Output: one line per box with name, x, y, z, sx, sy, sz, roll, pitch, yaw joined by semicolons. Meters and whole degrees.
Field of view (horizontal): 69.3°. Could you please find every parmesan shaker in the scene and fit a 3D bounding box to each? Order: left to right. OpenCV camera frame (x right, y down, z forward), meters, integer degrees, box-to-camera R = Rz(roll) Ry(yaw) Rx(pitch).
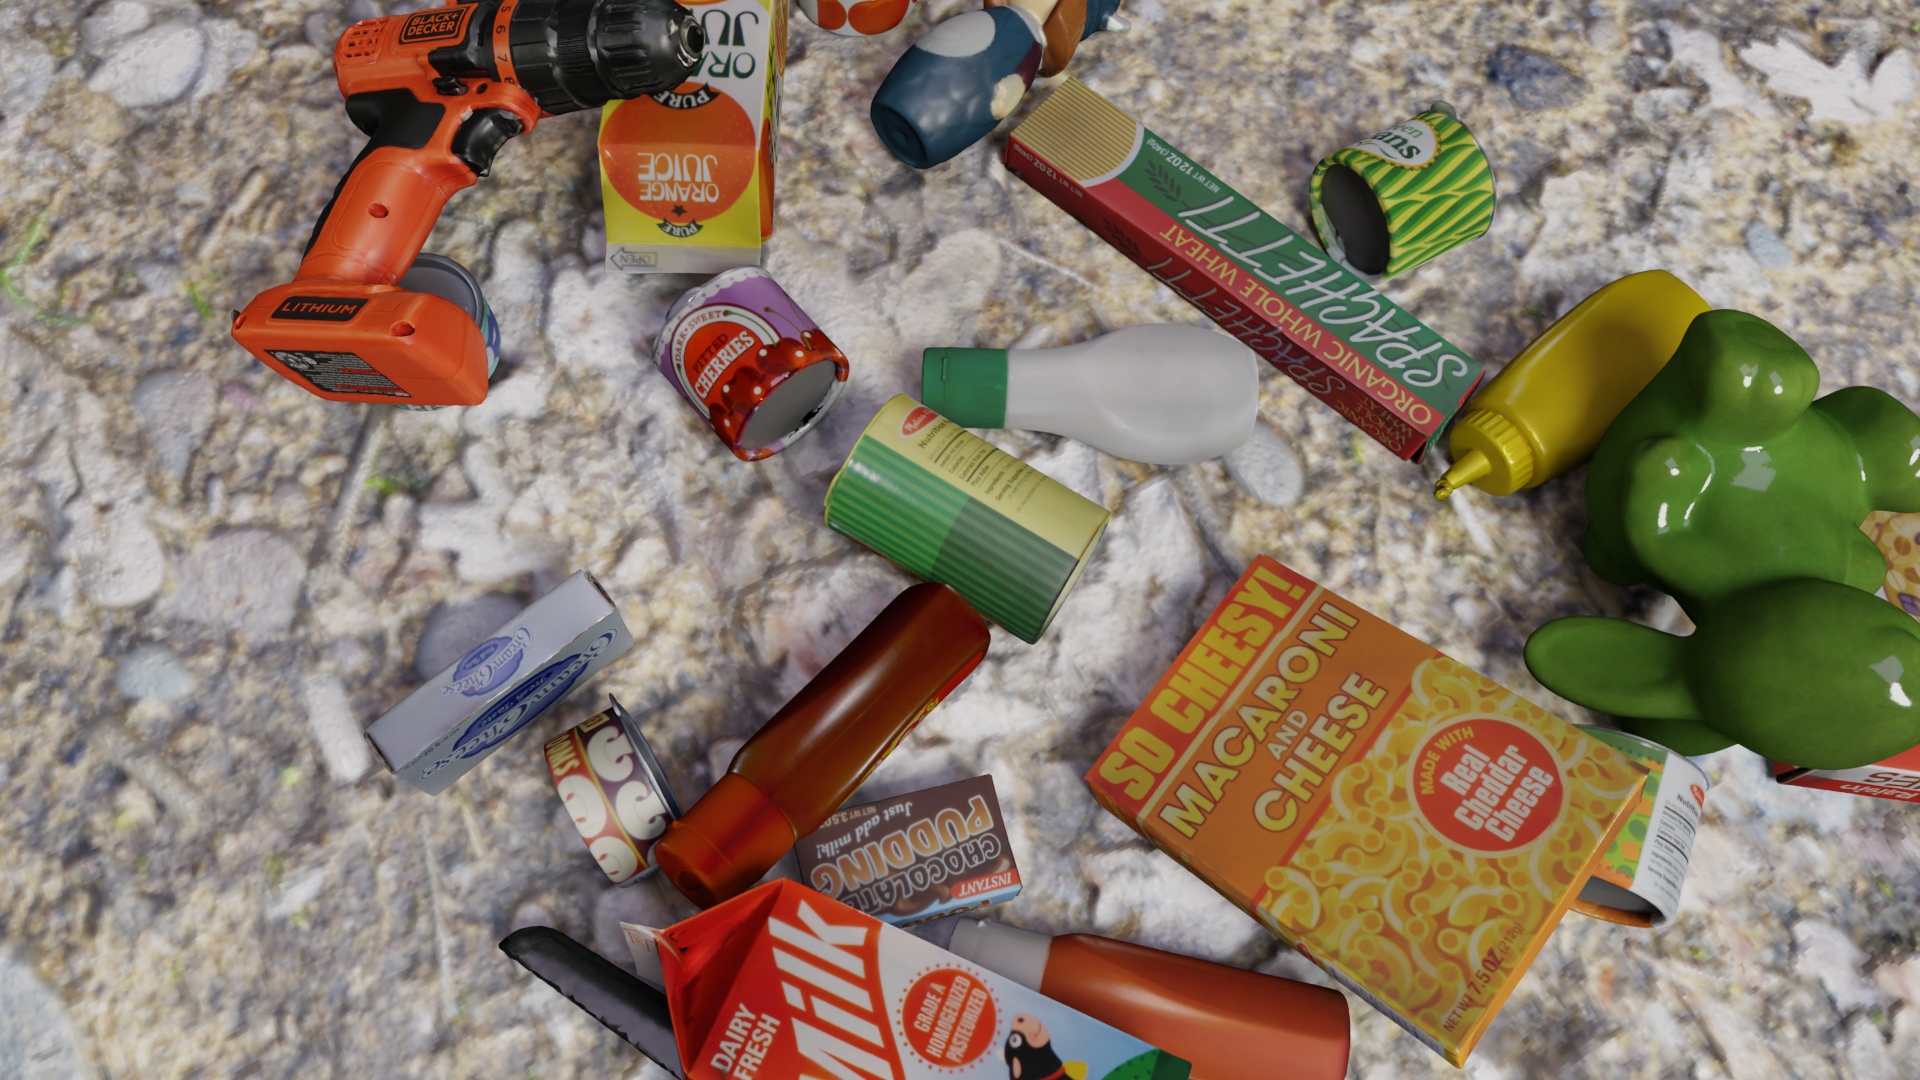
parmesan shaker;0.002;-0.007;0.585;0.103;0.071;0.071;31;71;9

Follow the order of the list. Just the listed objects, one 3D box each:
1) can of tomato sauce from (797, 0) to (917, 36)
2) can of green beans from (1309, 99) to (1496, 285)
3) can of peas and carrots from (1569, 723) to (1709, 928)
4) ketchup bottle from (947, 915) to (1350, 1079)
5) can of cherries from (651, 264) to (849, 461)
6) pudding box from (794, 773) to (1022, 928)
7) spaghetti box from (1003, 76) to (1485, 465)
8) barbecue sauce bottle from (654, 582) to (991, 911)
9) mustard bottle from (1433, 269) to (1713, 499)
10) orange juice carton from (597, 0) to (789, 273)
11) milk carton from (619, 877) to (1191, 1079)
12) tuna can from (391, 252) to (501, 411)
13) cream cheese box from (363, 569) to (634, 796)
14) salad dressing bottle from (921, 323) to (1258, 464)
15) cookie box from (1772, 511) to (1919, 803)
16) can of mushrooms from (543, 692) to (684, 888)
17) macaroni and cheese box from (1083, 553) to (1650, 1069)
can of tomato sauce;-0.051;-0.304;0.692;0.071;0.082;0.071;1;69;-2
can of green beans;0.207;-0.161;0.656;0.058;0.071;0.071;-25;72;-11
can of peas and carrots;0.252;0.113;0.552;0.071;0.070;0.059;23;70;7
ketchup bottle;0.068;0.175;0.522;0.149;0.065;0.043;11;88;11
can of cherries;-0.092;-0.077;0.608;0.072;0.071;0.058;-38;76;-15
pudding box;-0.022;0.128;0.552;0.084;0.030;0.050;-12;70;-7
spaghetti box;0.132;-0.132;0.662;0.250;0.028;0.050;39;73;12
barbecue sauce bottle;-0.052;0.078;0.535;0.043;0.064;0.149;47;58;-2
mustard bottle;0.271;-0.062;0.630;0.160;0.048;0.065;-32;74;-13
orange juice carton;-0.123;-0.209;0.657;0.072;0.072;0.193;2;69;-2
milk carton;-0.028;0.179;0.474;0.191;0.072;0.074;23;57;7
tuna can;-0.243;-0.091;0.627;0.071;0.032;0.071;1;69;-2
cream cheese box;-0.183;0.058;0.560;0.104;0.053;0.024;-39;77;-16
salad dressing bottle;0.057;-0.067;0.626;0.148;0.044;0.064;2;71;-1
cookie box;0.418;0.029;0.605;0.123;0.040;0.168;8;67;1
can of mushrooms;-0.133;0.097;0.539;0.033;0.070;0.071;-28;73;-11
macaroni and cheese box;0.151;0.097;0.534;0.167;0.040;0.124;33;75;33
